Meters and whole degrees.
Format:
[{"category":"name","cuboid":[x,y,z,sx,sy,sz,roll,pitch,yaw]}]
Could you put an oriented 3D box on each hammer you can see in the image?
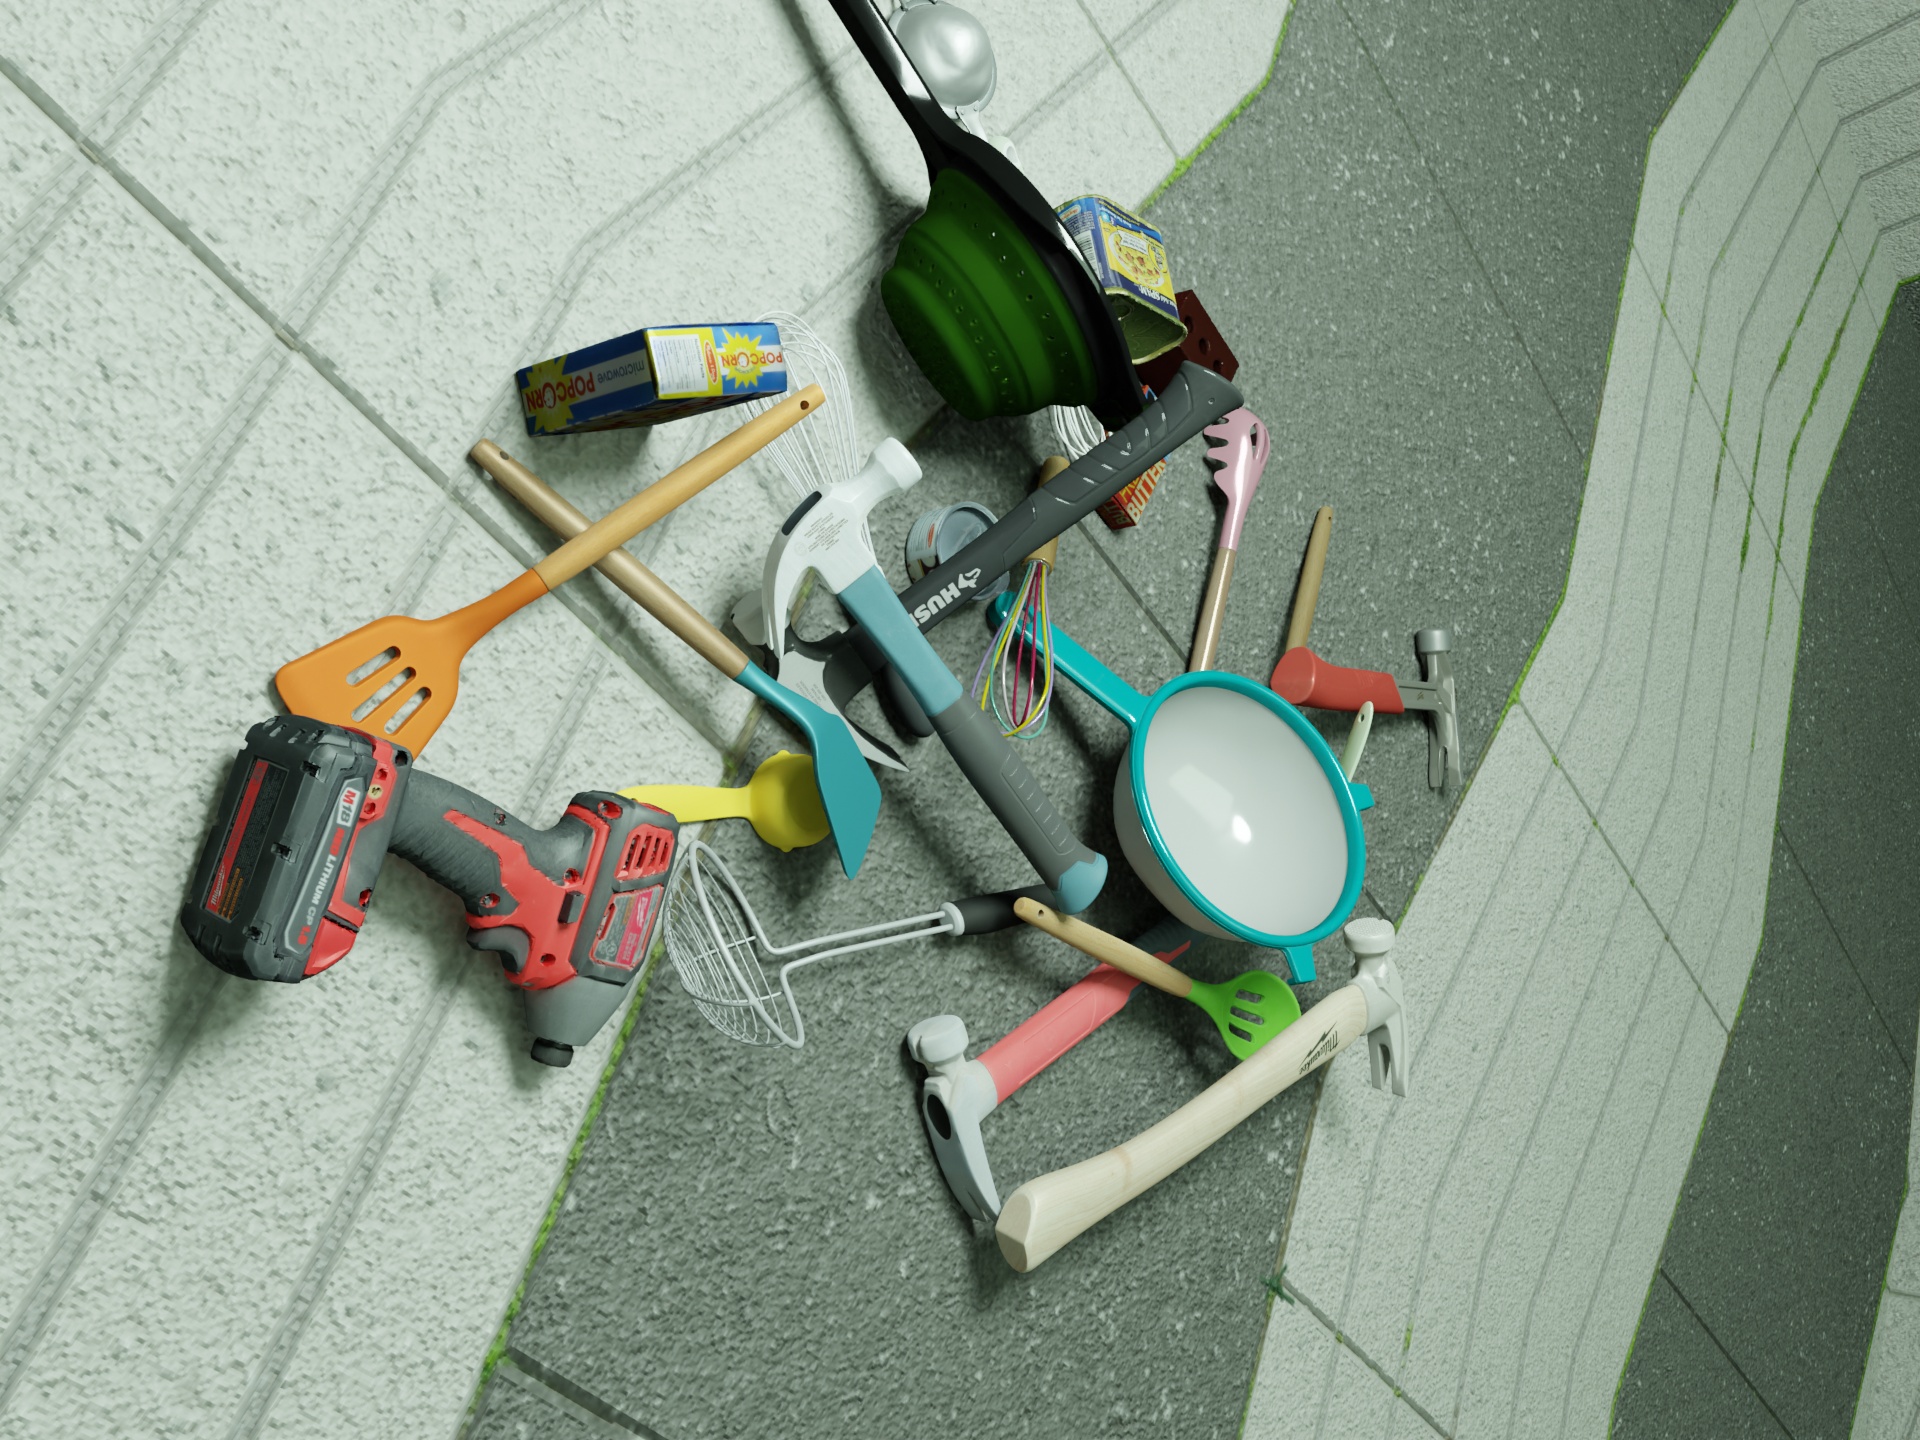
[{"category":"hammer","cuboid":[0.117,0.201,1.142,0.386,0.038,0.143,-27,106,-42]},{"category":"hammer","cuboid":[0.355,-0.015,1.357,0.359,0.037,0.149,1,84,-55]},{"category":"hammer","cuboid":[0.187,0.283,1.131,0.410,0.038,0.146,-22,109,-36]},{"category":"hammer","cuboid":[-0.002,-0.003,0.960,0.128,0.033,0.330,-38,119,-4]},{"category":"hammer","cuboid":[0.034,-0.106,0.970,0.335,0.035,0.146,-37,120,-3]}]

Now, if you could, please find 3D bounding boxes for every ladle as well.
[{"category":"ladle","cuboid":[0.267,-0.053,1.320,0.078,0.062,0.320,41,53,-31]}]

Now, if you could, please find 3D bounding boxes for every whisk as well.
[{"category":"whisk","cuboid":[0.065,-0.296,1.134,0.058,0.059,0.246,-29,101,-49]},{"category":"whisk","cuboid":[0.053,-0.087,1.075,0.051,0.047,0.245,22,54,-15]},{"category":"whisk","cuboid":[-0.069,-0.113,0.981,0.070,0.070,0.284,-38,117,-39]}]

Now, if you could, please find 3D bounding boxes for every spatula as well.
[{"category":"spatula","cuboid":[-0.195,-0.085,0.824,0.322,0.041,0.081,-38,114,-17]},{"category":"spatula","cuboid":[-0.150,-0.039,0.888,0.317,0.044,0.082,42,35,-20]}]

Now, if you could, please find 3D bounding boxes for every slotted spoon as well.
[{"category":"slotted spoon","cuboid":[0.143,0.179,1.125,0.313,0.031,0.070,30,71,-39]}]

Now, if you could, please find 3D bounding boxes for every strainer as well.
[{"category":"strainer","cuboid":[0.018,-0.388,1.081,0.087,0.050,0.258,-29,104,-31]},{"category":"strainer","cuboid":[0.137,0.037,1.147,0.340,0.095,0.211,39,50,-9]}]

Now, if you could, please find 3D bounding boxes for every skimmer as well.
[{"category":"skimmer","cuboid":[-0.031,0.117,0.969,0.363,0.090,0.127,-5,59,-47]}]

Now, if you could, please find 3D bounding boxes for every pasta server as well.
[{"category":"pasta server","cuboid":[0.200,-0.109,1.264,0.060,0.040,0.316,26,73,-40]}]

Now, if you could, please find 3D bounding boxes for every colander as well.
[{"category":"colander","cuboid":[-0.031,-0.326,0.999,0.094,0.204,0.397,-36,102,-4]}]

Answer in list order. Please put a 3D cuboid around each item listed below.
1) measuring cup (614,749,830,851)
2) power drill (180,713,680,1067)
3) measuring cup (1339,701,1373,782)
[{"category":"measuring cup","cuboid":[-0.131,0.047,0.918,0.156,0.029,0.062,1,85,-47]},{"category":"power drill","cuboid":[-0.244,0.087,0.771,0.219,0.079,0.143,23,81,-45]},{"category":"measuring cup","cuboid":[0.284,0.060,1.266,0.038,0.083,0.167,13,104,-20]}]
